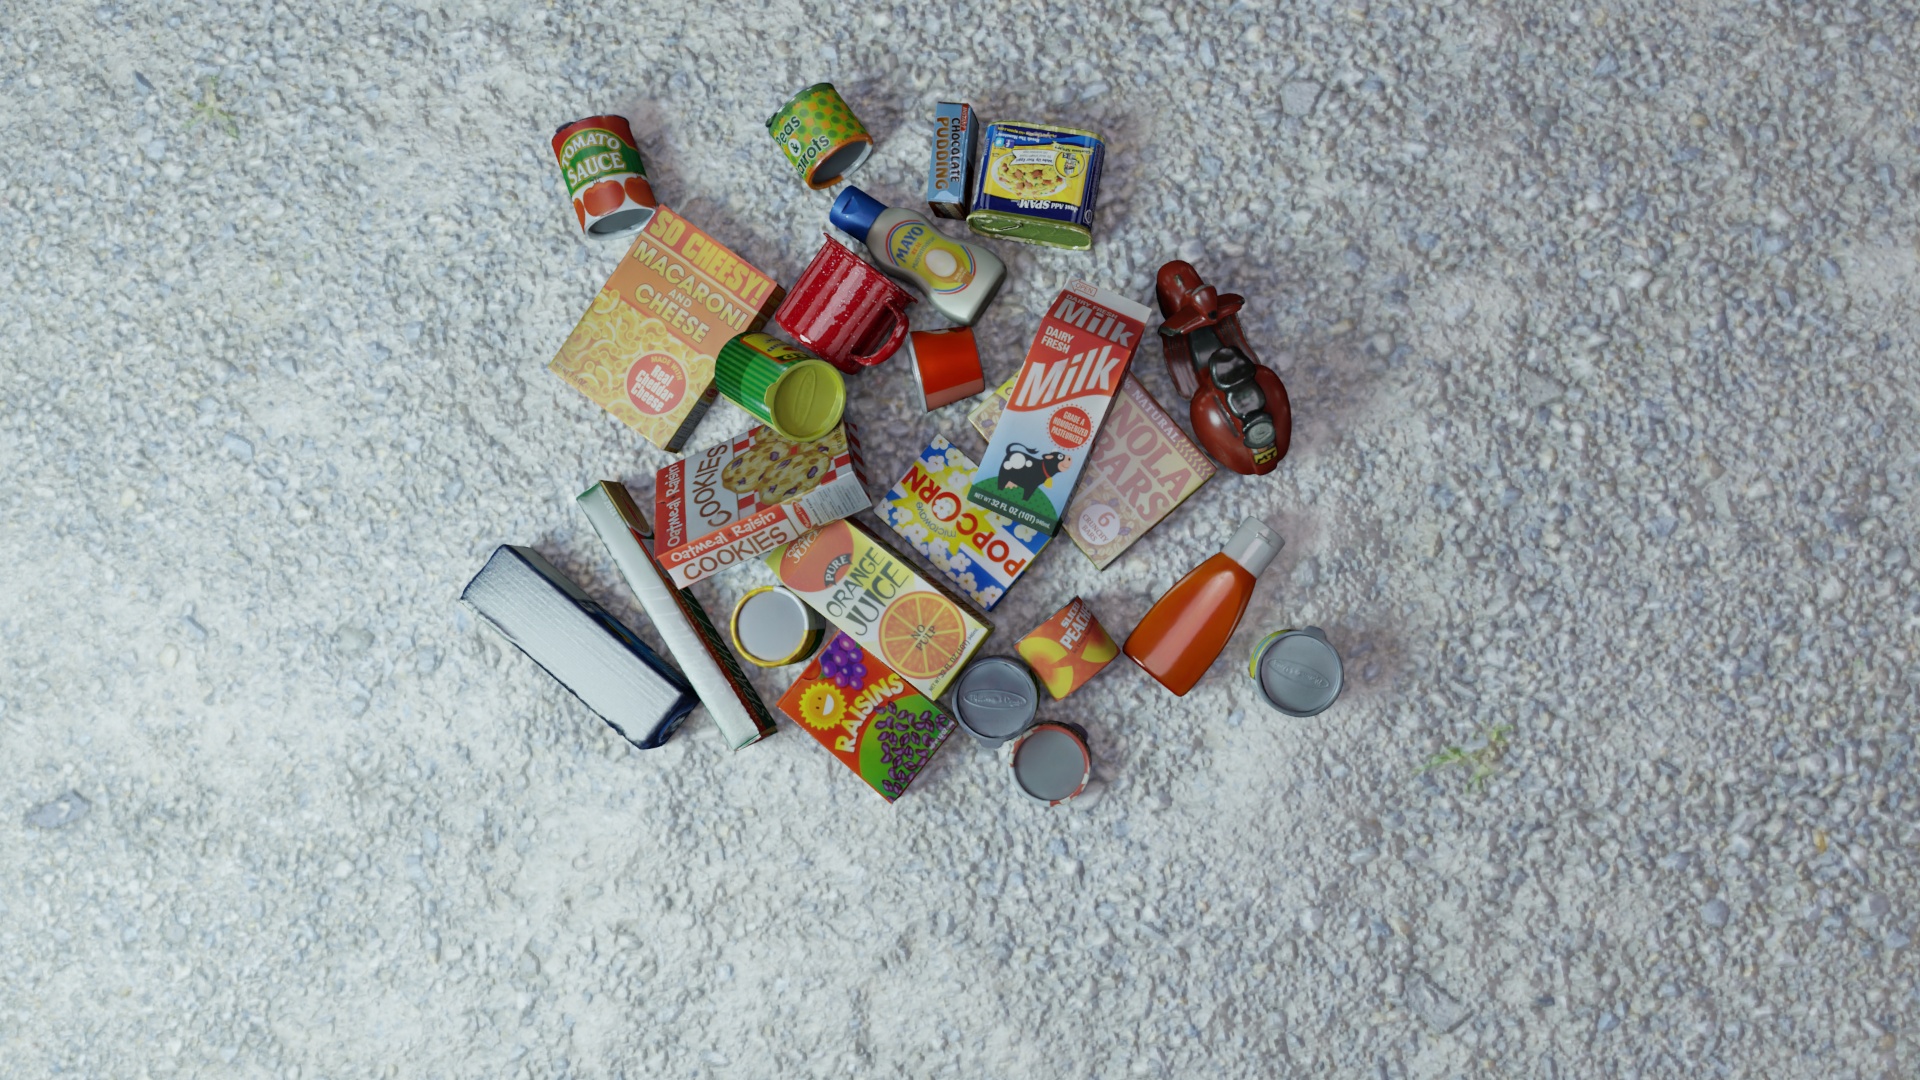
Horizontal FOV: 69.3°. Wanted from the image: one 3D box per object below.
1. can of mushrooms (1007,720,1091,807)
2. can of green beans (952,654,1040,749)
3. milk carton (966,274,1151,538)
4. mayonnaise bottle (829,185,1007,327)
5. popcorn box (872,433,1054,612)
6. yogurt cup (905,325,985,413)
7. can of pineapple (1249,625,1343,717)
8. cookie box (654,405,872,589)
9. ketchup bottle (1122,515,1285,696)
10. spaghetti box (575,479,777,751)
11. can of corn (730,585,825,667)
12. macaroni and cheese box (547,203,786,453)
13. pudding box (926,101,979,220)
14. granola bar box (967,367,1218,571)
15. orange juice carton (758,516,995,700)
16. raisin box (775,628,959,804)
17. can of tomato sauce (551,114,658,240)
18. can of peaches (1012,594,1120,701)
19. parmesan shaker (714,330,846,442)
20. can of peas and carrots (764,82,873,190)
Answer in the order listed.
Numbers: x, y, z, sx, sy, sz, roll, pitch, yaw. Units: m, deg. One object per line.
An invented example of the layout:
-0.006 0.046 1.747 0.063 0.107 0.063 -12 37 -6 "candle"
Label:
0.073 0.176 1.107 0.071 0.033 0.071 0 87 7 "can of mushrooms"
0.029 0.124 1.102 0.071 0.058 0.071 0 87 6 "can of green beans"
0.077 -0.103 1.059 0.072 0.073 0.190 24 91 7 "milk carton"
-0.037 -0.237 1.135 0.148 0.041 0.064 33 92 6 "mayonnaise bottle"
0.004 -0.014 1.121 0.127 0.038 0.085 41 93 7 "popcorn box"
-0.012 -0.140 1.118 0.054 0.072 0.072 -13 86 -2 "yogurt cup"
0.261 0.101 1.078 0.071 0.058 0.071 0 88 6 "can of pineapple"
-0.160 -0.042 1.102 0.167 0.123 0.040 -23 127 5 "cookie box"
0.196 0.049 1.095 0.065 0.043 0.149 39 92 6 "ketchup bottle"
-0.232 0.061 1.138 0.028 0.050 0.250 -34 84 6 "spaghetti box"
-0.149 0.071 1.124 0.071 0.058 0.071 0 87 6 "can of corn"
-0.243 -0.175 1.155 0.124 0.040 0.166 35 92 6 "macaroni and cheese box"
-0.006 -0.308 1.131 0.030 0.049 0.083 5 88 8 "pudding box"
0.105 -0.077 1.113 0.124 0.039 0.165 -41 84 3 "granola bar box"
-0.070 0.040 1.110 0.193 0.073 0.072 37 92 7 "orange juice carton"
-0.074 0.140 1.122 0.123 0.040 0.086 40 93 7 "raisin box"
-0.295 -0.301 1.152 0.071 0.071 0.083 -20 86 5 "can of tomato sauce"
0.085 0.084 1.092 0.071 0.071 0.058 -38 85 4 "can of peaches"
-0.147 -0.125 1.101 0.103 0.071 0.071 31 92 49 "parmesan shaker"
-0.115 -0.329 1.134 0.071 0.071 0.059 -36 85 4 "can of peas and carrots"
